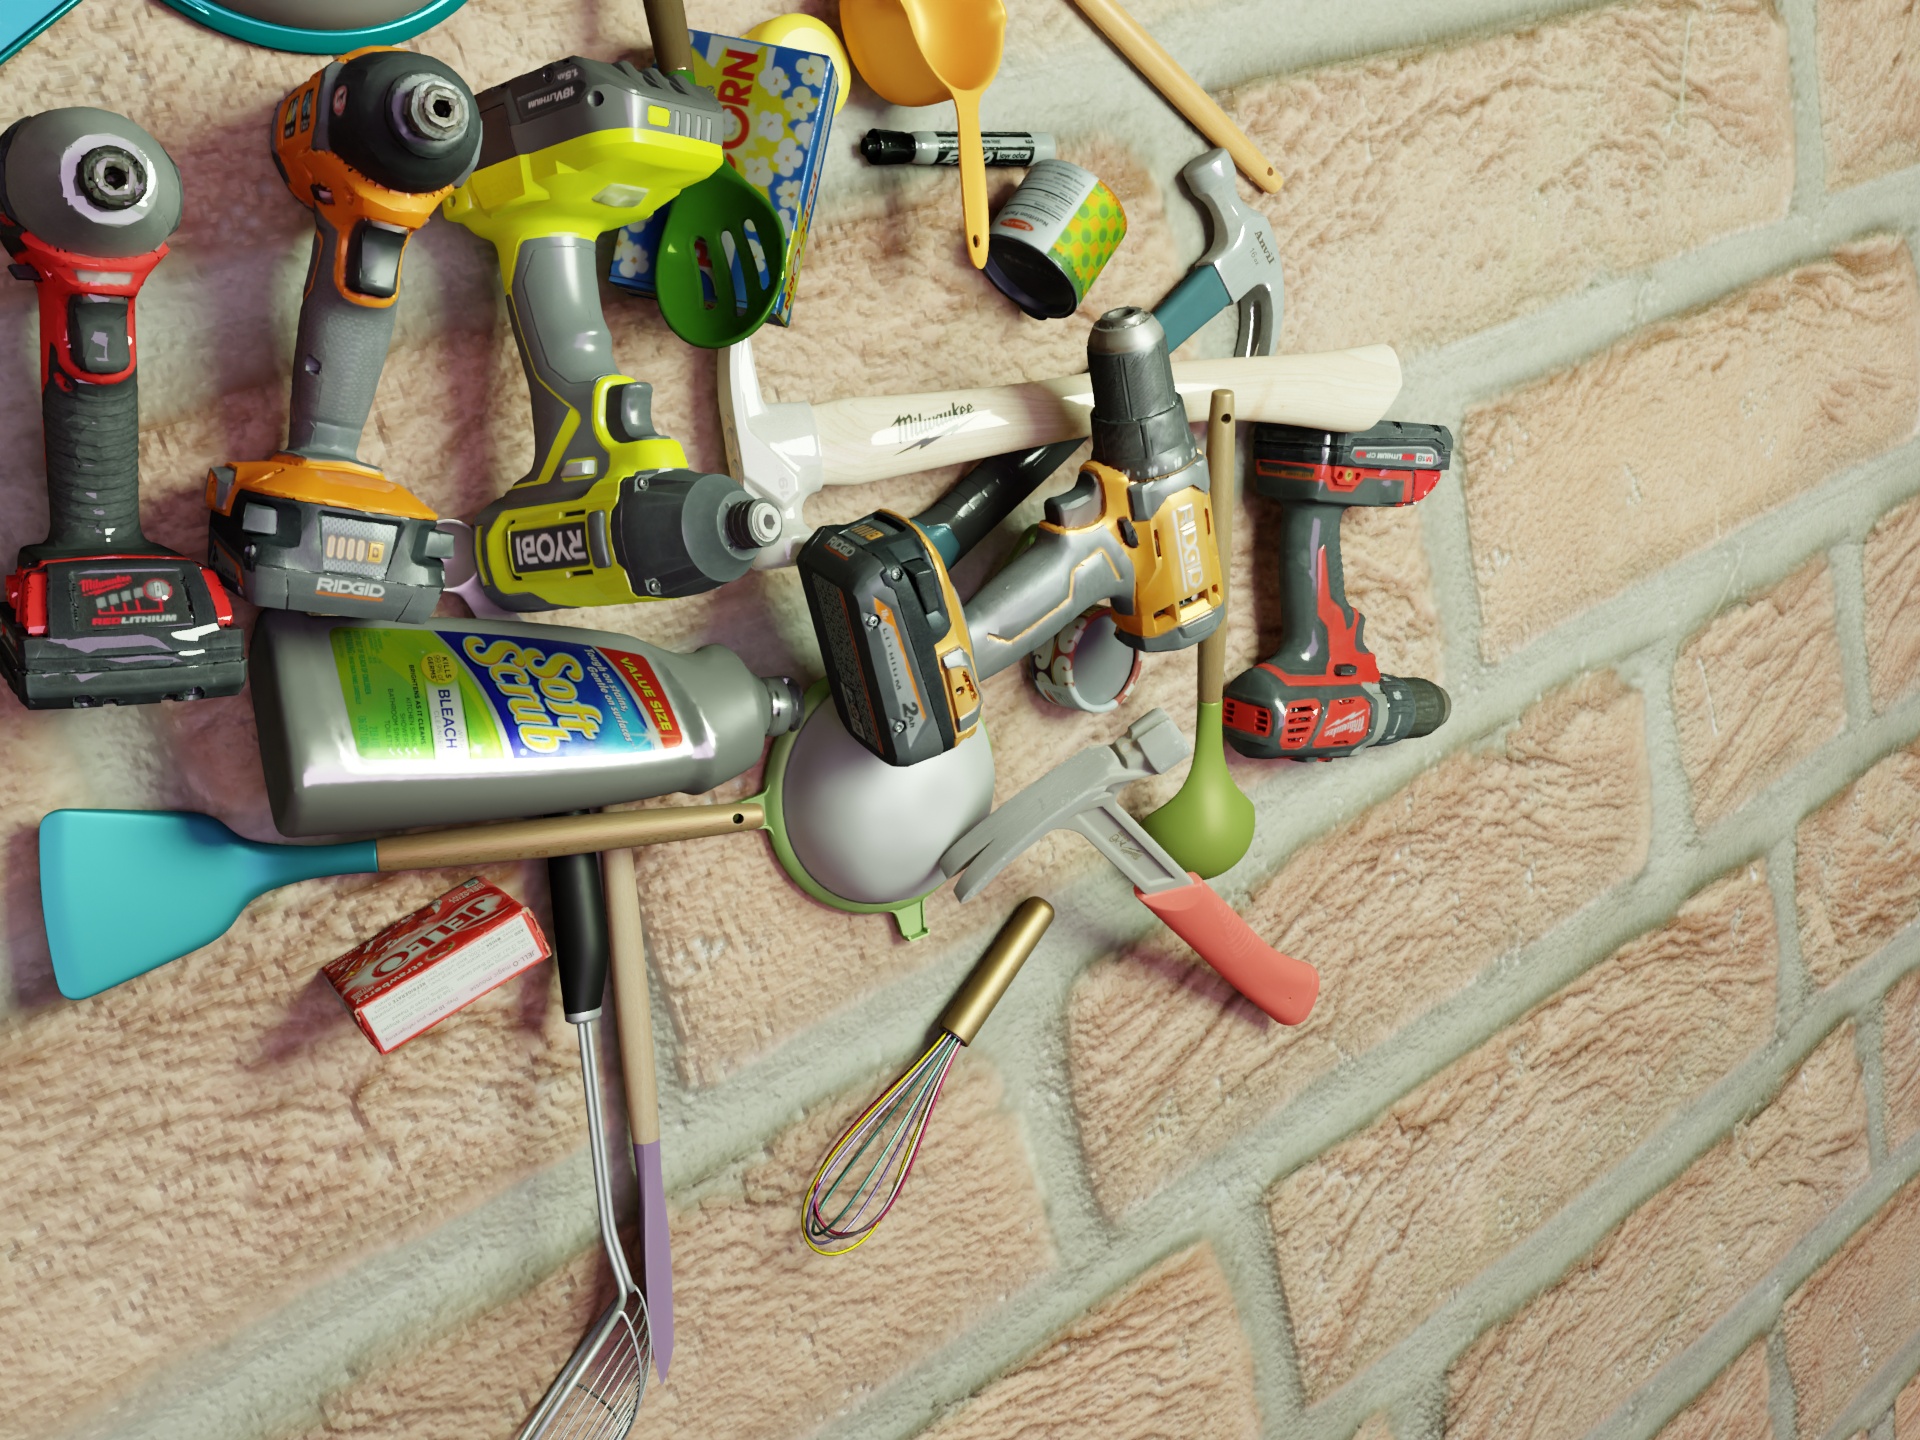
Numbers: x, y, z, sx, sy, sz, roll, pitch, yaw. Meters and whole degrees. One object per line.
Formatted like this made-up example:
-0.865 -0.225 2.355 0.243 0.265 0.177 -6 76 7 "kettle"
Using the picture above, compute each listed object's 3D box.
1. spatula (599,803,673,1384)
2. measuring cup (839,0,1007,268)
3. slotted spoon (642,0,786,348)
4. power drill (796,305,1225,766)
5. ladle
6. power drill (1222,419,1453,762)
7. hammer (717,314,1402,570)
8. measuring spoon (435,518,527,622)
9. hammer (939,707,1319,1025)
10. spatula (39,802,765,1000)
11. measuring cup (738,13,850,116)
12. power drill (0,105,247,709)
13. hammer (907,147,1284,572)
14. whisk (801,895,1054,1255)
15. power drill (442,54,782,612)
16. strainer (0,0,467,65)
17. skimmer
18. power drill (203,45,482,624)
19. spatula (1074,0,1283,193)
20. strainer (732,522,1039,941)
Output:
-0.169 0.197 0.838 0.018 0.060 0.316 -4 97 -1 "spatula"
-0.018 -0.323 0.830 0.095 0.052 0.173 -24 112 -52 "measuring cup"
-0.134 -0.324 0.737 0.031 0.070 0.314 -9 86 -69 "slotted spoon"
0.033 -0.095 0.818 0.226 0.084 0.185 -25 122 -21 "power drill"
0.146 -0.042 0.951 0.078 0.062 0.320 -7 116 -10 "ladle"
0.265 -0.084 1.058 0.187 0.080 0.226 -3 102 -33 "power drill"
0.069 -0.184 0.885 0.410 0.038 0.146 -11 97 -22 "hammer"
-0.225 -0.048 0.777 0.034 0.018 0.124 -42 125 -15 "measuring spoon"
0.133 0.121 0.972 0.149 0.037 0.358 -37 139 9 "hammer"
-0.244 0.063 0.742 0.317 0.044 0.082 -6 95 -20 "spatula"
-0.102 -0.286 0.804 0.062 0.029 0.156 29 79 -34 "measuring cup"
-0.332 -0.121 0.614 0.078 0.143 0.219 -6 104 -36 "power drill"
0.078 -0.193 0.939 0.331 0.033 0.128 -45 118 -19 "hammer"
-0.015 0.207 0.941 0.047 0.051 0.245 36 70 2 "whisk"
-0.155 -0.163 0.705 0.080 0.171 0.223 -13 99 -52 "power drill"
-0.304 -0.341 0.622 0.340 0.095 0.210 -51 121 -17 "strainer"
-0.212 0.211 0.795 0.090 0.127 0.363 -5 90 -1 "skimmer"
-0.247 -0.158 0.652 0.084 0.164 0.226 6 97 -35 "power drill"
0.090 -0.404 0.907 0.322 0.041 0.081 31 80 -34 "spatula"
-0.001 -0.003 0.896 0.151 0.069 0.256 39 78 -32 "strainer"
